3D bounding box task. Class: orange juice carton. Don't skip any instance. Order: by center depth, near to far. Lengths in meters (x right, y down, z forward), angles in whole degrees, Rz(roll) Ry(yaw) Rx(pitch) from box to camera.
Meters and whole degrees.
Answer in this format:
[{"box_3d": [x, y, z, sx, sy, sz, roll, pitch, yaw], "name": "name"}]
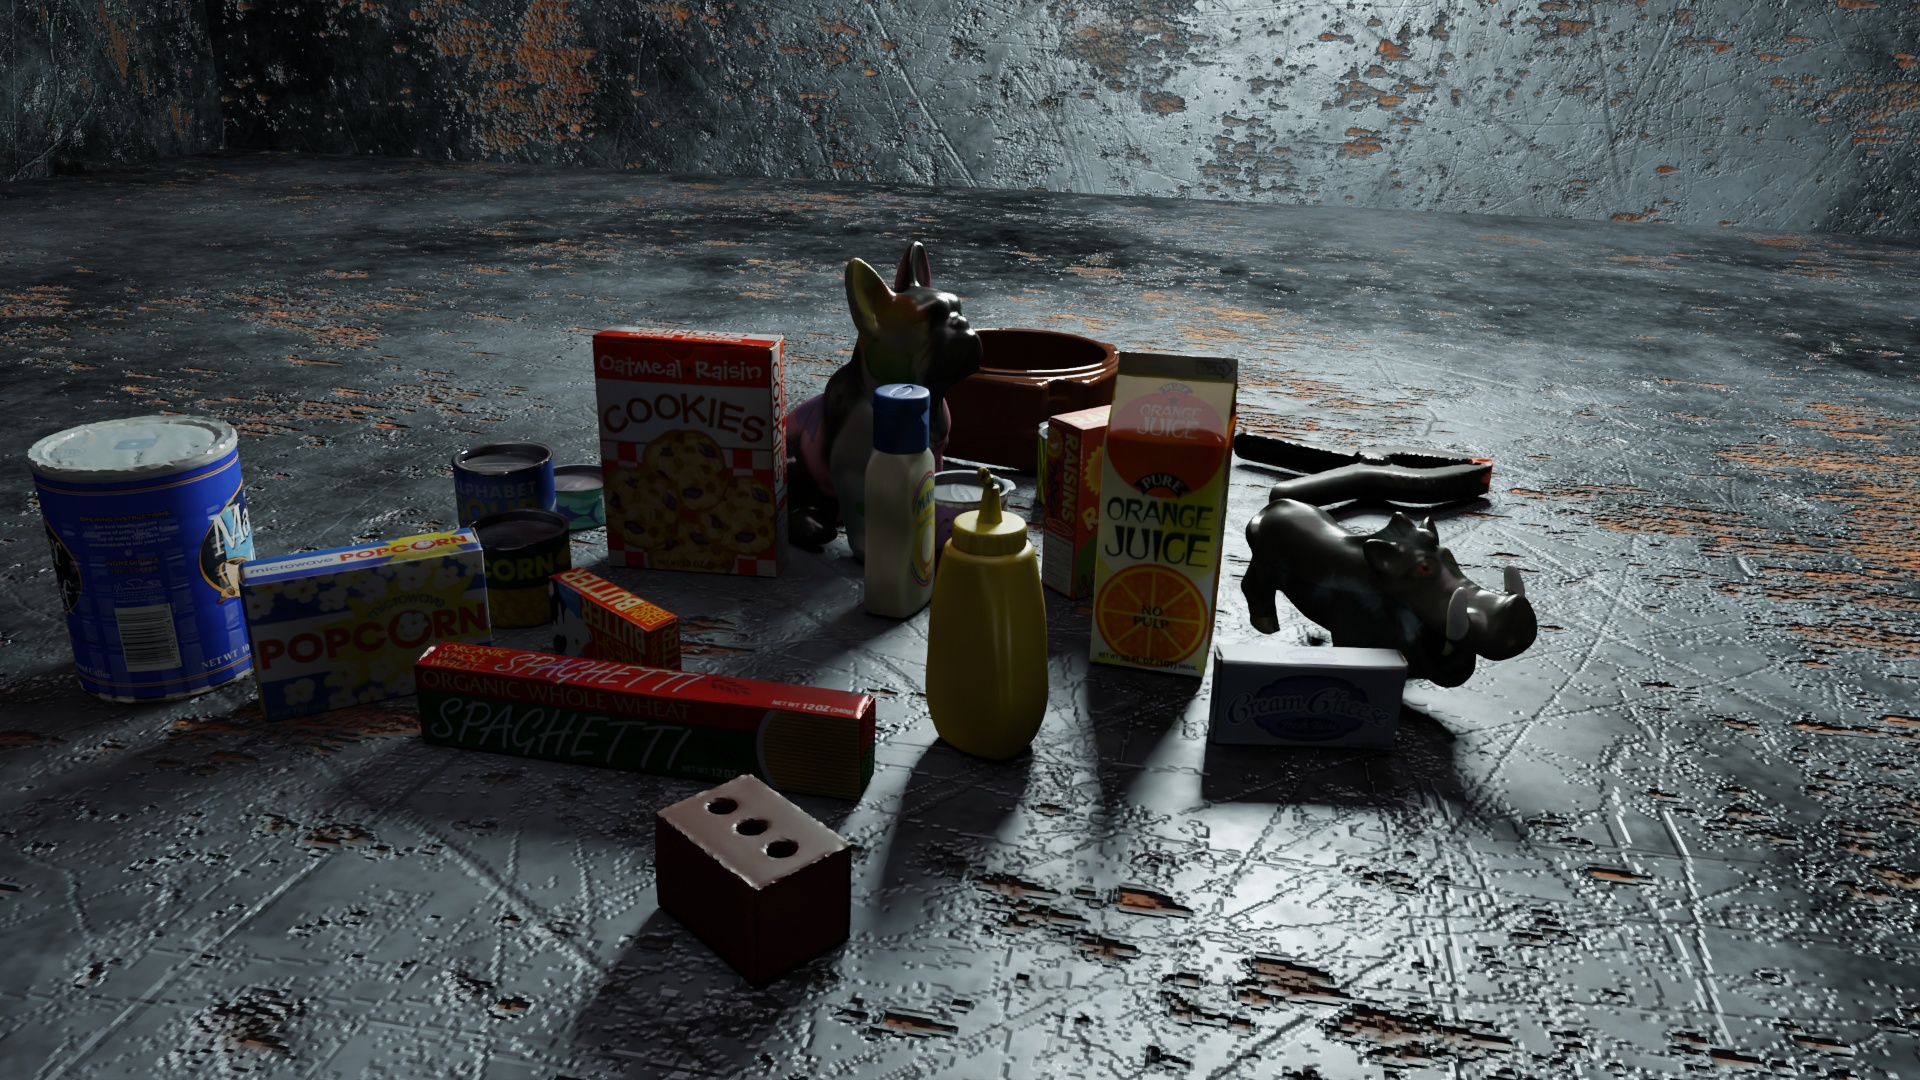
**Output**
[{"box_3d": [0.125, -0.020, 0.847, 0.072, 0.191, 0.073, 7, 22, 13], "name": "orange juice carton"}]

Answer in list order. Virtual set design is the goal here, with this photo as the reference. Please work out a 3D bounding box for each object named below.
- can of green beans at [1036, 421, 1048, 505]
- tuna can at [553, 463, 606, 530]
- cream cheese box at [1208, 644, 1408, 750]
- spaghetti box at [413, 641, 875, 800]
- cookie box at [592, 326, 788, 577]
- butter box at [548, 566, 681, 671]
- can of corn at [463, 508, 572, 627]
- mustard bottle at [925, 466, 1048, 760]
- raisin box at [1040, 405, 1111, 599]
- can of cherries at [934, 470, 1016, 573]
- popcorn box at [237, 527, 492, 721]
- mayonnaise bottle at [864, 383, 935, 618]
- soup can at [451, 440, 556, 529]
[{"box_3d": [0.095, -0.060, 1.125, 0.071, 0.057, 0.071, 1, 22, 0], "name": "can of green beans"}, {"box_3d": [-0.293, -0.034, 1.065, 0.071, 0.032, 0.071, 1, 22, 0], "name": "tuna can"}, {"box_3d": [0.191, 0.087, 0.771, 0.104, 0.053, 0.024, 2, 21, 1], "name": "cream cheese box"}, {"box_3d": [-0.169, 0.094, 0.732, 0.250, 0.050, 0.029, 6, 22, 10], "name": "spaghetti box"}, {"box_3d": [-0.184, -0.061, 0.960, 0.123, 0.166, 0.040, 4, 21, 6], "name": "cookie box"}, {"box_3d": [-0.204, 0.056, 0.820, 0.103, 0.053, 0.024, 20, 28, 39], "name": "butter box"}, {"box_3d": [-0.286, 0.019, 0.901, 0.071, 0.058, 0.071, 1, 22, 0], "name": "can of corn"}, {"box_3d": [0.016, 0.036, 0.742, 0.065, 0.159, 0.049, 17, 26, 35], "name": "mustard bottle"}, {"box_3d": [0.102, -0.029, 0.961, 0.086, 0.123, 0.040, -13, 25, -32], "name": "raisin box"}, {"box_3d": [0.004, -0.013, 0.999, 0.071, 0.058, 0.072, 1, 22, 0], "name": "can of cherries"}, {"box_3d": [-0.336, 0.046, 0.792, 0.127, 0.085, 0.038, -10, 24, -27], "name": "popcorn box"}, {"box_3d": [-0.039, -0.027, 0.912, 0.041, 0.147, 0.065, 9, 23, 18], "name": "mayonnaise bottle"}, {"box_3d": [-0.313, -0.018, 0.957, 0.071, 0.083, 0.071, 1, 22, 0], "name": "soup can"}]
